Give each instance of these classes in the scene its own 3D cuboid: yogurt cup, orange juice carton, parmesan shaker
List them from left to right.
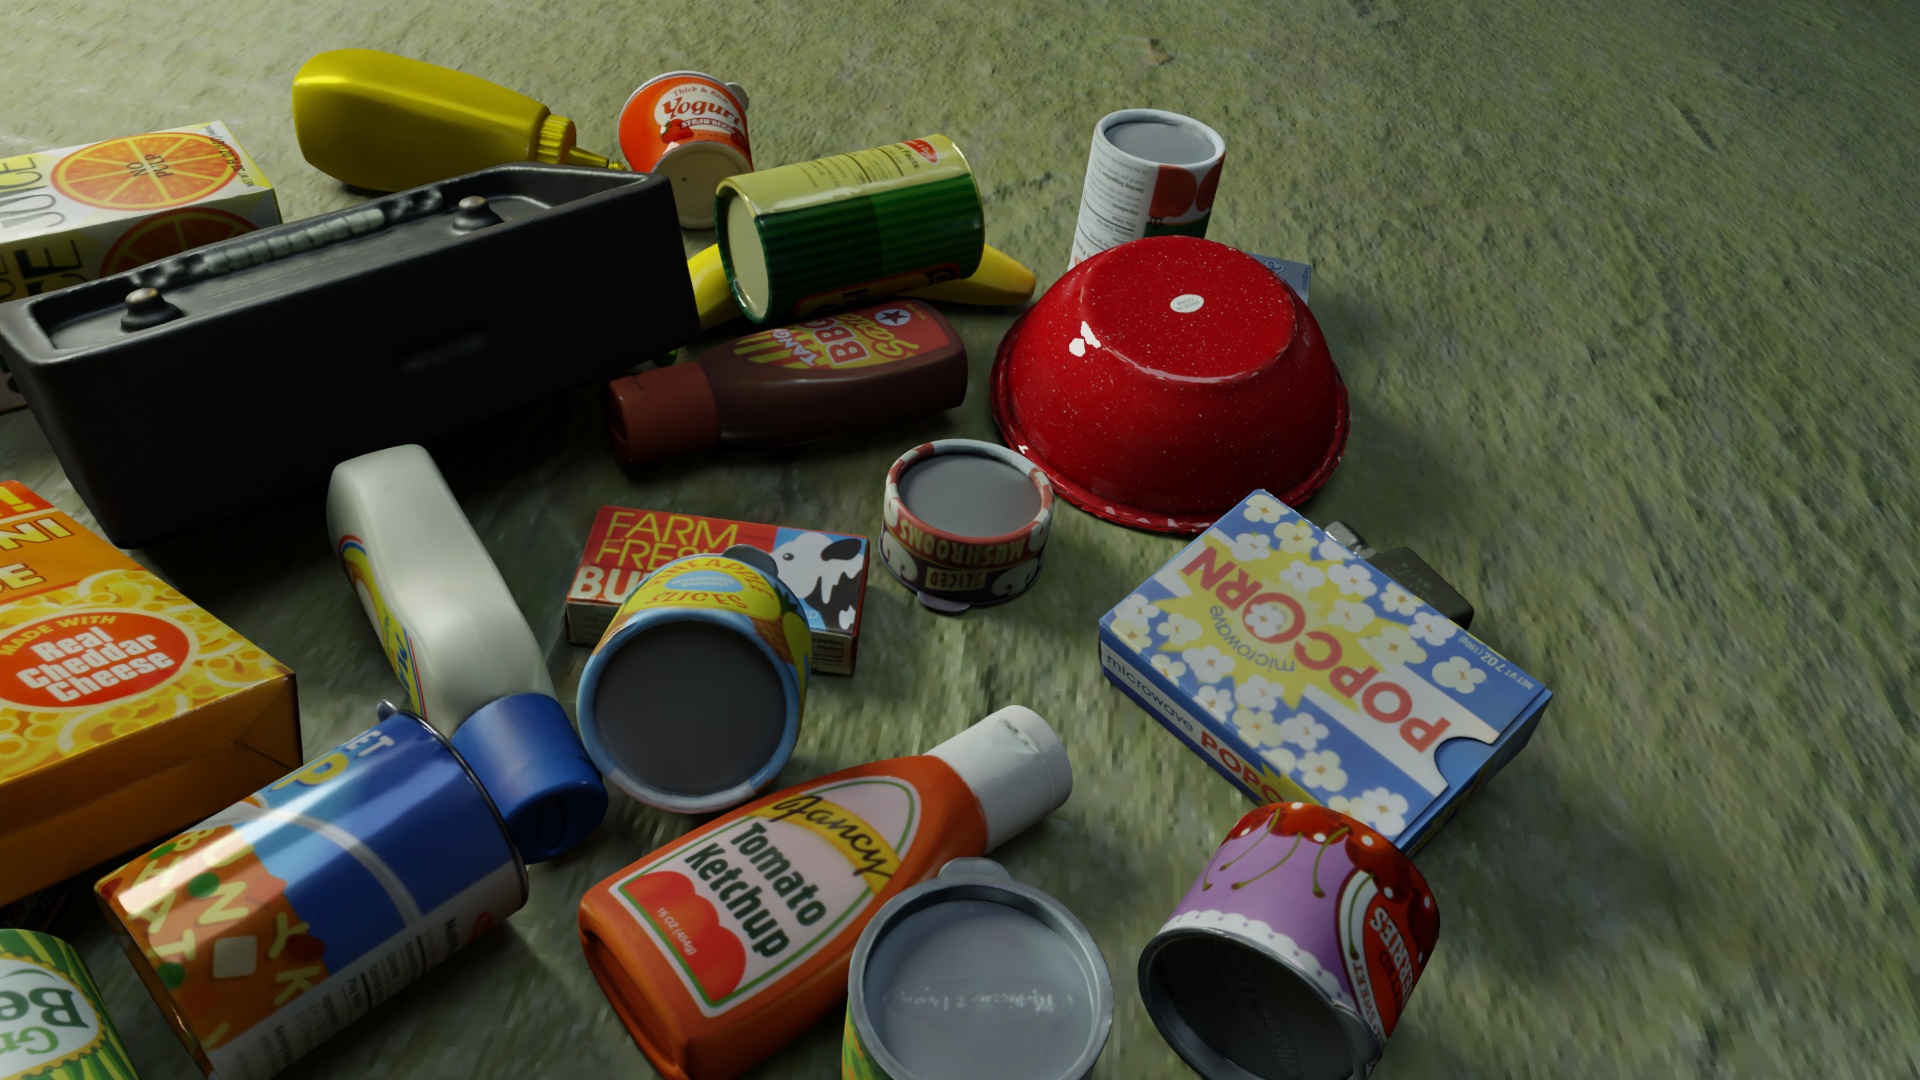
[{"bbox_3d":[-0.378,-0.105,0.556,0.193,0.072,0.072,-23,50,-31],"label":"orange juice carton"},{"bbox_3d":[-0.138,-0.198,0.715,0.072,0.072,0.054,-8,51,-19],"label":"yogurt cup"},{"bbox_3d":[-0.051,-0.139,0.619,0.103,0.071,0.071,-18,47,-23],"label":"parmesan shaker"}]

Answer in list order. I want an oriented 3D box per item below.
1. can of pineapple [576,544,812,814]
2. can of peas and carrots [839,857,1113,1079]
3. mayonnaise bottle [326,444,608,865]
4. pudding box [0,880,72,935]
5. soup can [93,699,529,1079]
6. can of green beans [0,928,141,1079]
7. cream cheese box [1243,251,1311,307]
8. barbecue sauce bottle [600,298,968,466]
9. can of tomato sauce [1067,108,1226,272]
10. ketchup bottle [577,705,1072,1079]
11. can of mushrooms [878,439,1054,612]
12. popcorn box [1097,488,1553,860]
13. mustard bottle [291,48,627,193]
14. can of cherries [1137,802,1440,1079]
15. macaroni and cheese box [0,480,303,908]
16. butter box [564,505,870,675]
[{"bbox_3d":[-0.080,0.041,0.429,0.071,0.070,0.058,5,14,-5],"label":"can of pineapple"},{"bbox_3d":[0.002,0.129,0.363,0.071,0.058,0.071,5,40,-4],"label":"can of peas and carrots"},{"bbox_3d":[-0.159,0.036,0.443,0.041,0.064,0.148,-19,51,-30],"label":"mayonnaise bottle"},{"bbox_3d":[-0.292,0.101,0.366,0.084,0.030,0.050,7,39,-2],"label":"pudding box"},{"bbox_3d":[-0.171,0.092,0.369,0.071,0.071,0.084,35,47,27],"label":"soup can"},{"bbox_3d":[-0.225,0.132,0.315,0.071,0.070,0.058,-27,51,-34],"label":"can of green beans"},{"bbox_3d":[0.144,-0.108,0.689,0.053,0.024,0.104,12,40,7],"label":"cream cheese box"},{"bbox_3d":[-0.074,-0.065,0.586,0.149,0.043,0.065,-17,39,-26],"label":"barbecue sauce bottle"},{"bbox_3d":[0.094,-0.167,0.703,0.071,0.082,0.071,5,41,-4],"label":"can of tomato sauce"},{"bbox_3d":[-0.032,0.096,0.408,0.149,0.043,0.065,-25,50,-34],"label":"ketchup bottle"},{"bbox_3d":[0.002,-0.007,0.540,0.071,0.033,0.071,6,40,-5],"label":"can of mushrooms"},{"bbox_3d":[0.121,0.048,0.478,0.085,0.038,0.127,-36,56,-21],"label":"popcorn box"},{"bbox_3d":[-0.249,-0.203,0.704,0.160,0.065,0.049,11,46,-6],"label":"mustard bottle"},{"bbox_3d":[0.094,0.116,0.387,0.071,0.071,0.059,29,44,22],"label":"can of cherries"},{"bbox_3d":[-0.293,0.042,0.395,0.166,0.040,0.124,24,29,29],"label":"macaroni and cheese box"},{"bbox_3d":[-0.086,0.017,0.503,0.103,0.024,0.053,7,41,-2],"label":"butter box"}]
